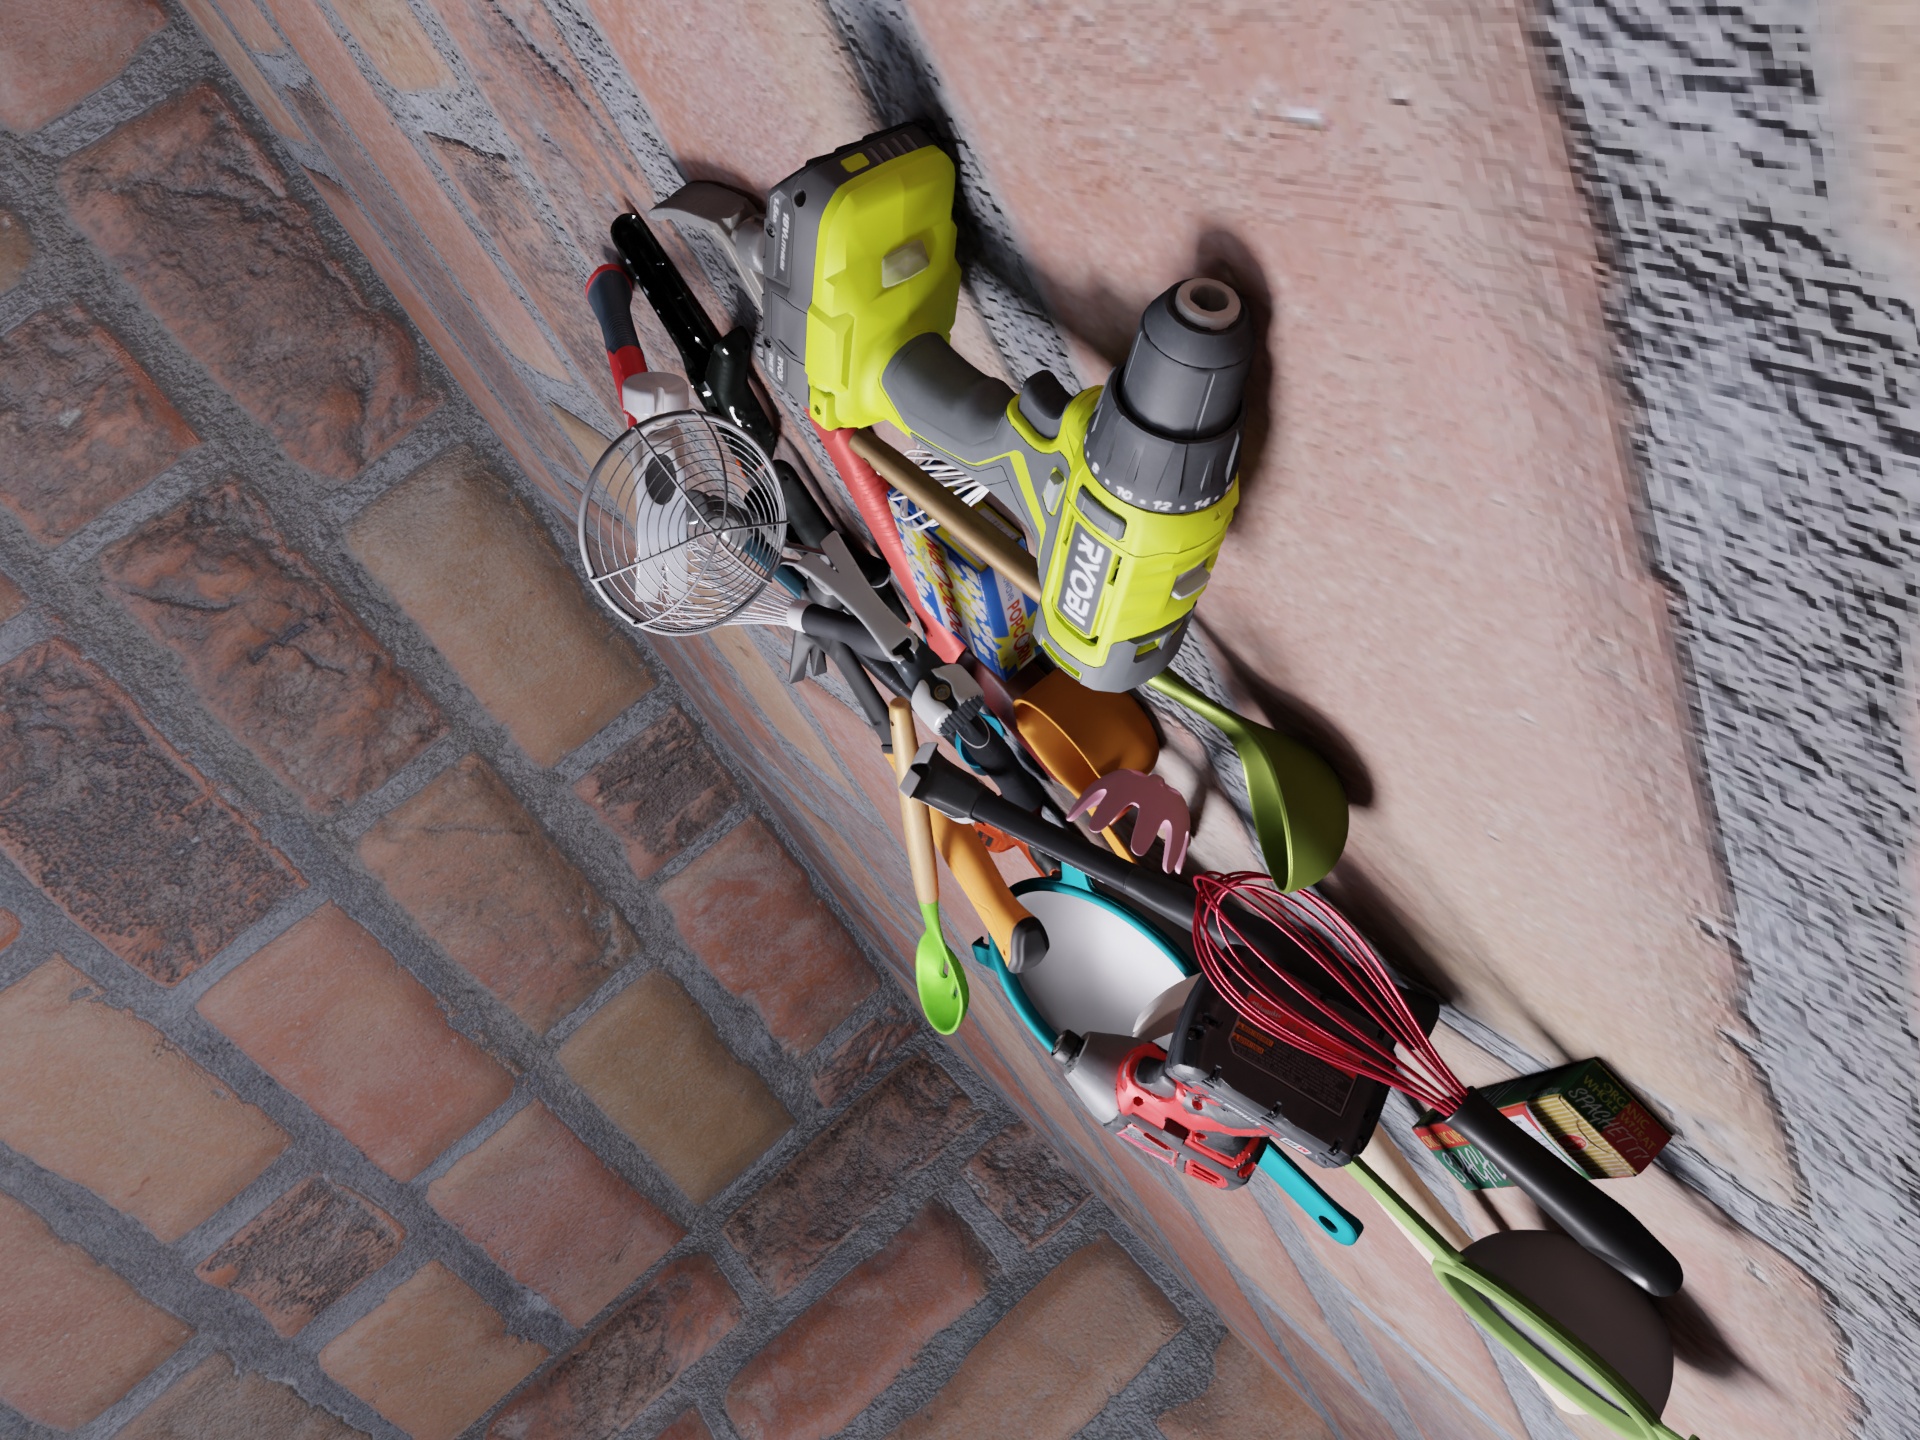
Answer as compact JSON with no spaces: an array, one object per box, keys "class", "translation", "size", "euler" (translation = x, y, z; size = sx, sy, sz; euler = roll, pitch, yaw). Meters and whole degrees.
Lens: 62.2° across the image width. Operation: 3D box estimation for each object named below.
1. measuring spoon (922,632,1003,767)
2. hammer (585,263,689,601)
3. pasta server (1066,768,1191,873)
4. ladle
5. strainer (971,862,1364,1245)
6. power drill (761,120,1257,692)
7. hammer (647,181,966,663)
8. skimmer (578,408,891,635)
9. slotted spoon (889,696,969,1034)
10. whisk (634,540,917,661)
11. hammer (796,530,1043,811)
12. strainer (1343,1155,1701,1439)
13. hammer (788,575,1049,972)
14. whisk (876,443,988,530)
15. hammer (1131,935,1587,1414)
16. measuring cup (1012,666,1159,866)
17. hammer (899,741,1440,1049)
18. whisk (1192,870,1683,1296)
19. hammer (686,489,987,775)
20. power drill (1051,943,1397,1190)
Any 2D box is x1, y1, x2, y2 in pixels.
[{"class":"measuring spoon","translation":[-0.005,-0.021,1.221],"size":[0.021,0.042,0.128],"euler":[18,139,54]},{"class":"hammer","translation":[-0.228,-0.225,1.105],"size":[0.387,0.038,0.143],"euler":[-118,27,-56]},{"class":"pasta server","translation":[0.109,0.061,0.879],"size":[0.060,0.040,0.316],"euler":[27,178,14]},{"class":"ladle","translation":[0.061,-0.036,0.785],"size":[0.320,0.062,0.078],"euler":[40,173,8]},{"class":"strainer","translation":[0.174,0.220,1.135],"size":[0.340,0.095,0.211],"euler":[44,145,6]},{"class":"power drill","translation":[0.020,-0.140,0.646],"size":[0.229,0.080,0.190],"euler":[44,150,22]},{"class":"hammer","translation":[-0.076,-0.174,1.015],"size":[0.149,0.037,0.358],"euler":[36,161,49]},{"class":"skimmer","translation":[-0.126,-0.114,1.020],"size":[0.090,0.127,0.363],"euler":[17,-175,10]},{"class":"slotted spoon","translation":[-0.024,0.105,1.100],"size":[0.070,0.031,0.313],"euler":[49,155,43]},{"class":"whisk","translation":[-0.137,-0.083,1.169],"size":[0.285,0.070,0.070],"euler":[18,150,36]},{"class":"hammer","translation":[-0.002,-0.003,1.068],"size":[0.149,0.036,0.408],"euler":[49,180,21]},{"class":"strainer","translation":[0.316,0.306,0.926],"size":[0.256,0.069,0.151],"euler":[43,169,5]},{"class":"hammer","translation":[-0.035,0.043,1.158],"size":[0.337,0.034,0.127],"euler":[57,150,27]},{"class":"whisk","translation":[0.018,-0.128,0.807],"size":[0.057,0.059,0.246],"euler":[15,178,-24]},{"class":"hammer","translation":[0.282,0.313,1.038],"size":[0.146,0.038,0.410],"euler":[-31,106,36]},{"class":"measuring cup","translation":[0.098,0.035,0.983],"size":[0.095,0.052,0.173],"euler":[33,161,53]},{"class":"hammer","translation":[0.112,0.098,0.911],"size":[0.335,0.035,0.146],"euler":[26,176,20]},{"class":"whisk","translation":[0.228,0.175,0.779],"size":[0.296,0.073,0.073],"euler":[41,166,11]},{"class":"hammer","translation":[-0.091,-0.072,1.309],"size":[0.331,0.033,0.128],"euler":[42,-170,12]},{"class":"power drill","translation":[0.141,0.207,0.918],"size":[0.143,0.079,0.219],"euler":[31,154,-2]}]
